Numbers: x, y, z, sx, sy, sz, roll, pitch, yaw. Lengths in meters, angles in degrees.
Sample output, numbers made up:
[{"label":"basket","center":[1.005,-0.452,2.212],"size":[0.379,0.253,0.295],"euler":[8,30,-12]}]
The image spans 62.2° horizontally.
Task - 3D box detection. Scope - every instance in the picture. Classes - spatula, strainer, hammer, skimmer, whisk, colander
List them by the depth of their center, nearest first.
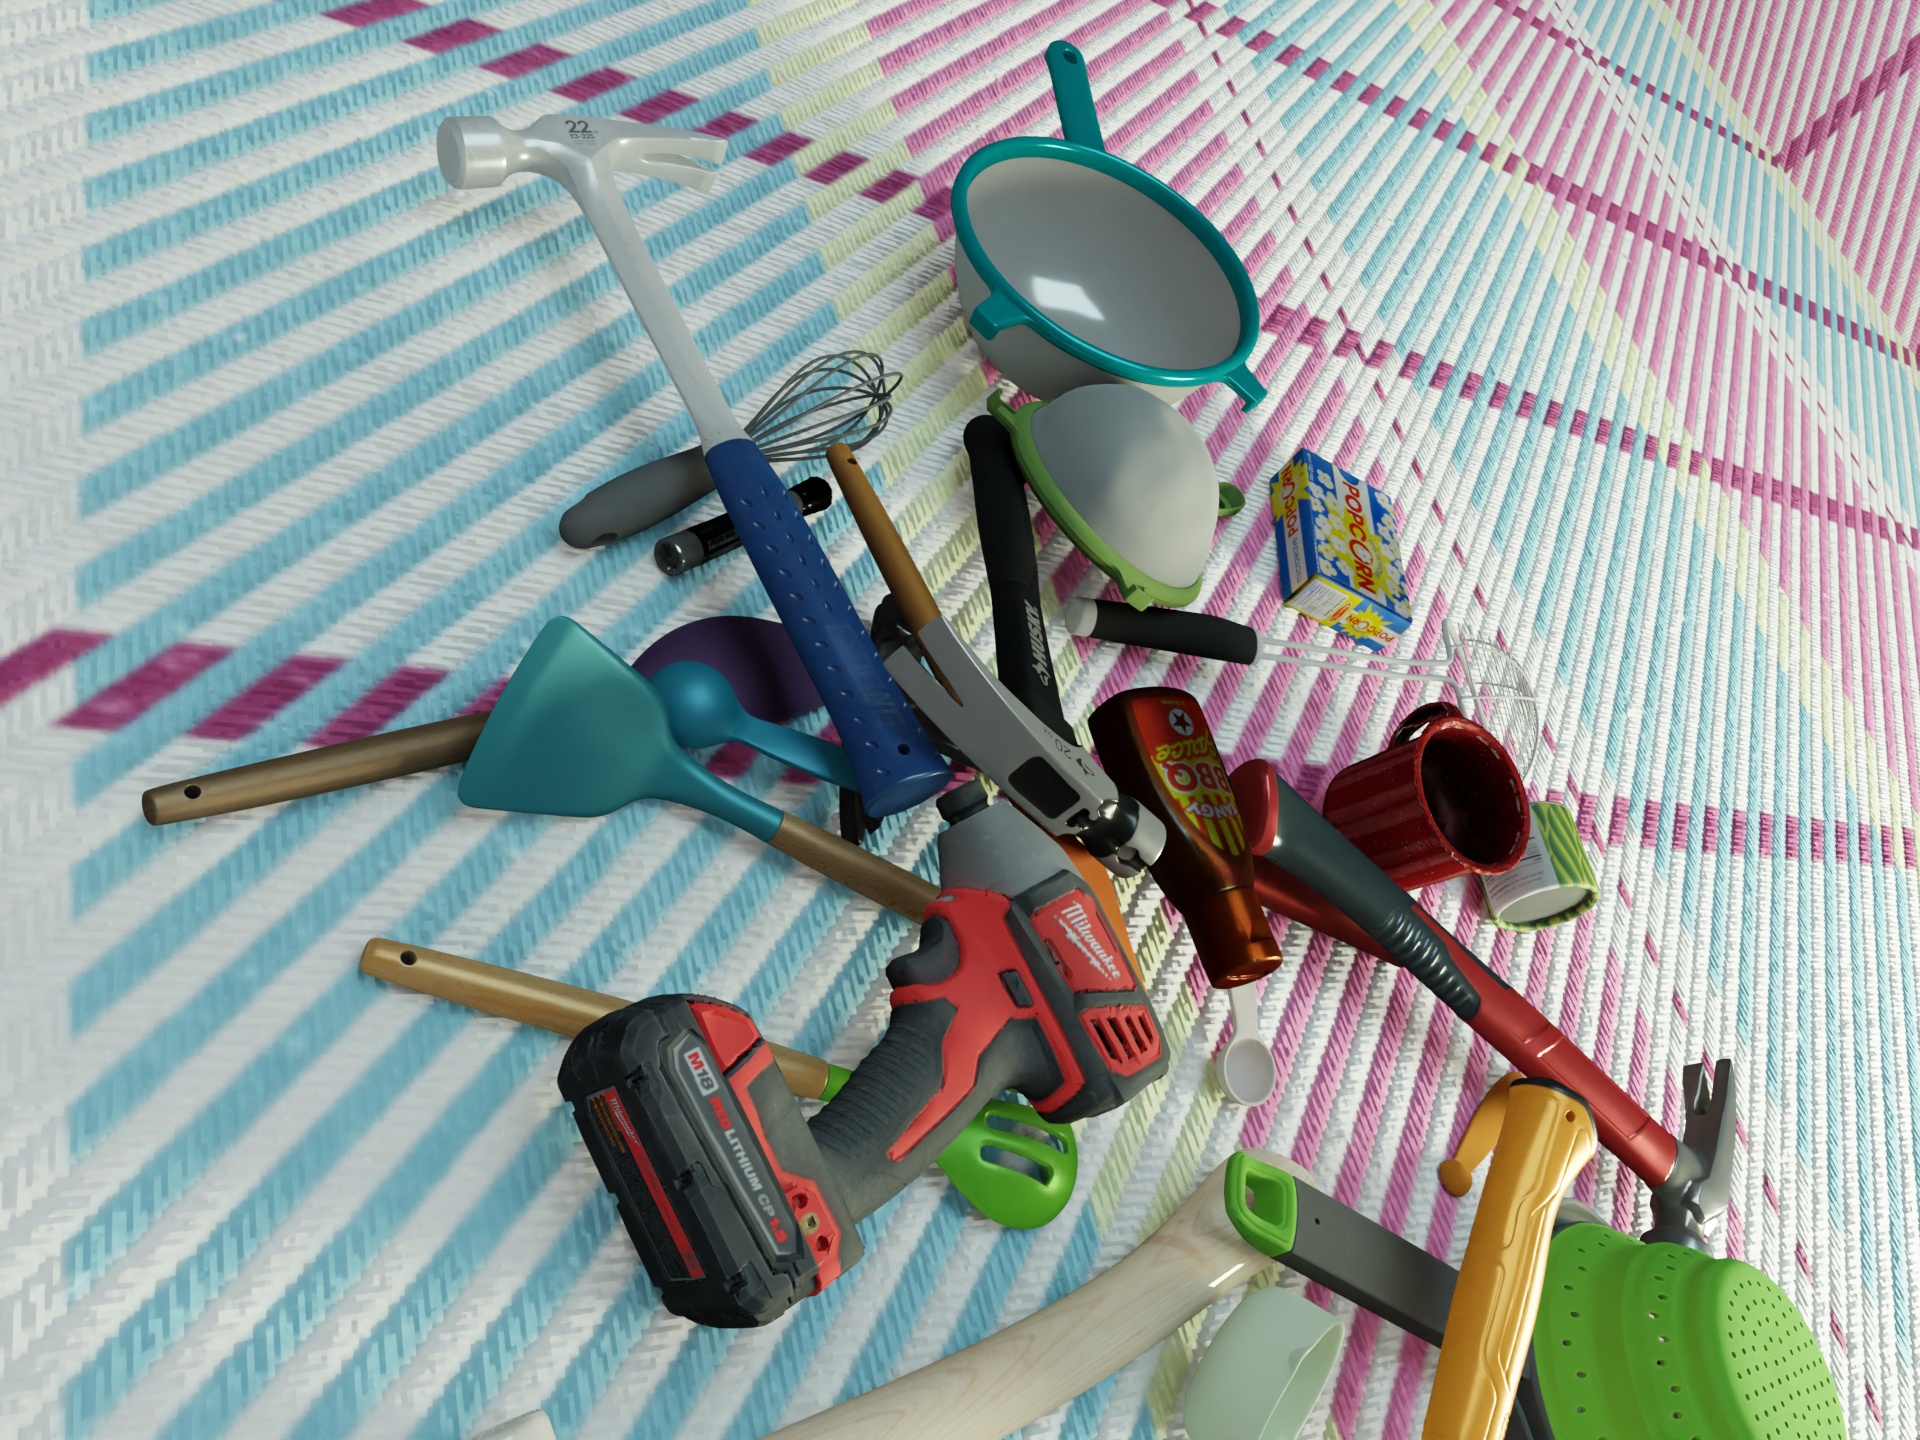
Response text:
[{"label":"hammer","center":[0.017,0.260,0.599],"size":[0.410,0.038,0.146],"euler":[-10,67,-43]},{"label":"hammer","center":[0.188,0.294,0.628],"size":[0.127,0.034,0.337],"euler":[33,64,-13]},{"label":"spatula","center":[-0.175,-0.001,0.660],"size":[0.316,0.018,0.060],"euler":[-17,71,-46]},{"label":"spatula","center":[-0.057,0.061,0.686],"size":[0.317,0.044,0.082],"euler":[29,87,-23]},{"label":"colander","center":[0.288,0.281,0.729],"size":[0.396,0.094,0.205],"euler":[33,44,-22]},{"label":"hammer","center":[-0.108,-0.137,0.750],"size":[0.144,0.035,0.406],"euler":[-15,67,-33]},{"label":"spatula","center":[-0.001,-0.002,0.750],"size":[0.081,0.041,0.323],"euler":[-5,58,-39]},{"label":"whisk","center":[-0.108,-0.136,0.798],"size":[0.055,0.055,0.239],"euler":[49,46,4]},{"label":"hammer","center":[0.023,-0.071,0.799],"size":[0.146,0.035,0.335],"euler":[39,25,-27]},{"label":"hammer","center":[0.102,0.062,0.822],"size":[0.358,0.036,0.149],"euler":[25,46,-22]},{"label":"hammer","center":[0.289,0.141,0.865],"size":[0.386,0.038,0.143],"euler":[41,52,-14]},{"label":"strainer","center":[0.132,-0.148,0.953],"size":[0.151,0.069,0.256],"euler":[56,31,14]},{"label":"skimmer","center":[0.217,-0.023,0.988],"size":[0.363,0.090,0.127],"euler":[8,61,-22]},{"label":"strainer","center":[0.071,-0.315,1.043],"size":[0.211,0.095,0.341],"euler":[10,51,-21]}]

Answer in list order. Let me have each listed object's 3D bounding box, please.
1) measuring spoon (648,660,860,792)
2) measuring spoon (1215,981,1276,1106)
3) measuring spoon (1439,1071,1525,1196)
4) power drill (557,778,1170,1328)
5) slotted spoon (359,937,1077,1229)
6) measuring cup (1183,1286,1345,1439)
[{"label":"measuring spoon","center":[-0.075,0.005,0.695],"size":[0.128,0.021,0.042],"euler":[22,47,-13]},{"label":"measuring spoon","center":[0.134,0.129,0.790],"size":[0.034,0.018,0.124],"euler":[9,69,-32]},{"label":"measuring spoon","center":[0.289,0.222,0.867],"size":[0.021,0.011,0.117],"euler":[53,42,7]},{"label":"power drill","center":[-0.029,0.116,0.601],"size":[0.219,0.078,0.143],"euler":[-24,85,-36]},{"label":"slotted spoon","center":[-0.078,0.137,0.625],"size":[0.313,0.031,0.070],"euler":[22,51,-23]},{"label":"measuring cup","center":[0.092,0.293,0.626],"size":[0.038,0.083,0.167],"euler":[29,53,32]}]
